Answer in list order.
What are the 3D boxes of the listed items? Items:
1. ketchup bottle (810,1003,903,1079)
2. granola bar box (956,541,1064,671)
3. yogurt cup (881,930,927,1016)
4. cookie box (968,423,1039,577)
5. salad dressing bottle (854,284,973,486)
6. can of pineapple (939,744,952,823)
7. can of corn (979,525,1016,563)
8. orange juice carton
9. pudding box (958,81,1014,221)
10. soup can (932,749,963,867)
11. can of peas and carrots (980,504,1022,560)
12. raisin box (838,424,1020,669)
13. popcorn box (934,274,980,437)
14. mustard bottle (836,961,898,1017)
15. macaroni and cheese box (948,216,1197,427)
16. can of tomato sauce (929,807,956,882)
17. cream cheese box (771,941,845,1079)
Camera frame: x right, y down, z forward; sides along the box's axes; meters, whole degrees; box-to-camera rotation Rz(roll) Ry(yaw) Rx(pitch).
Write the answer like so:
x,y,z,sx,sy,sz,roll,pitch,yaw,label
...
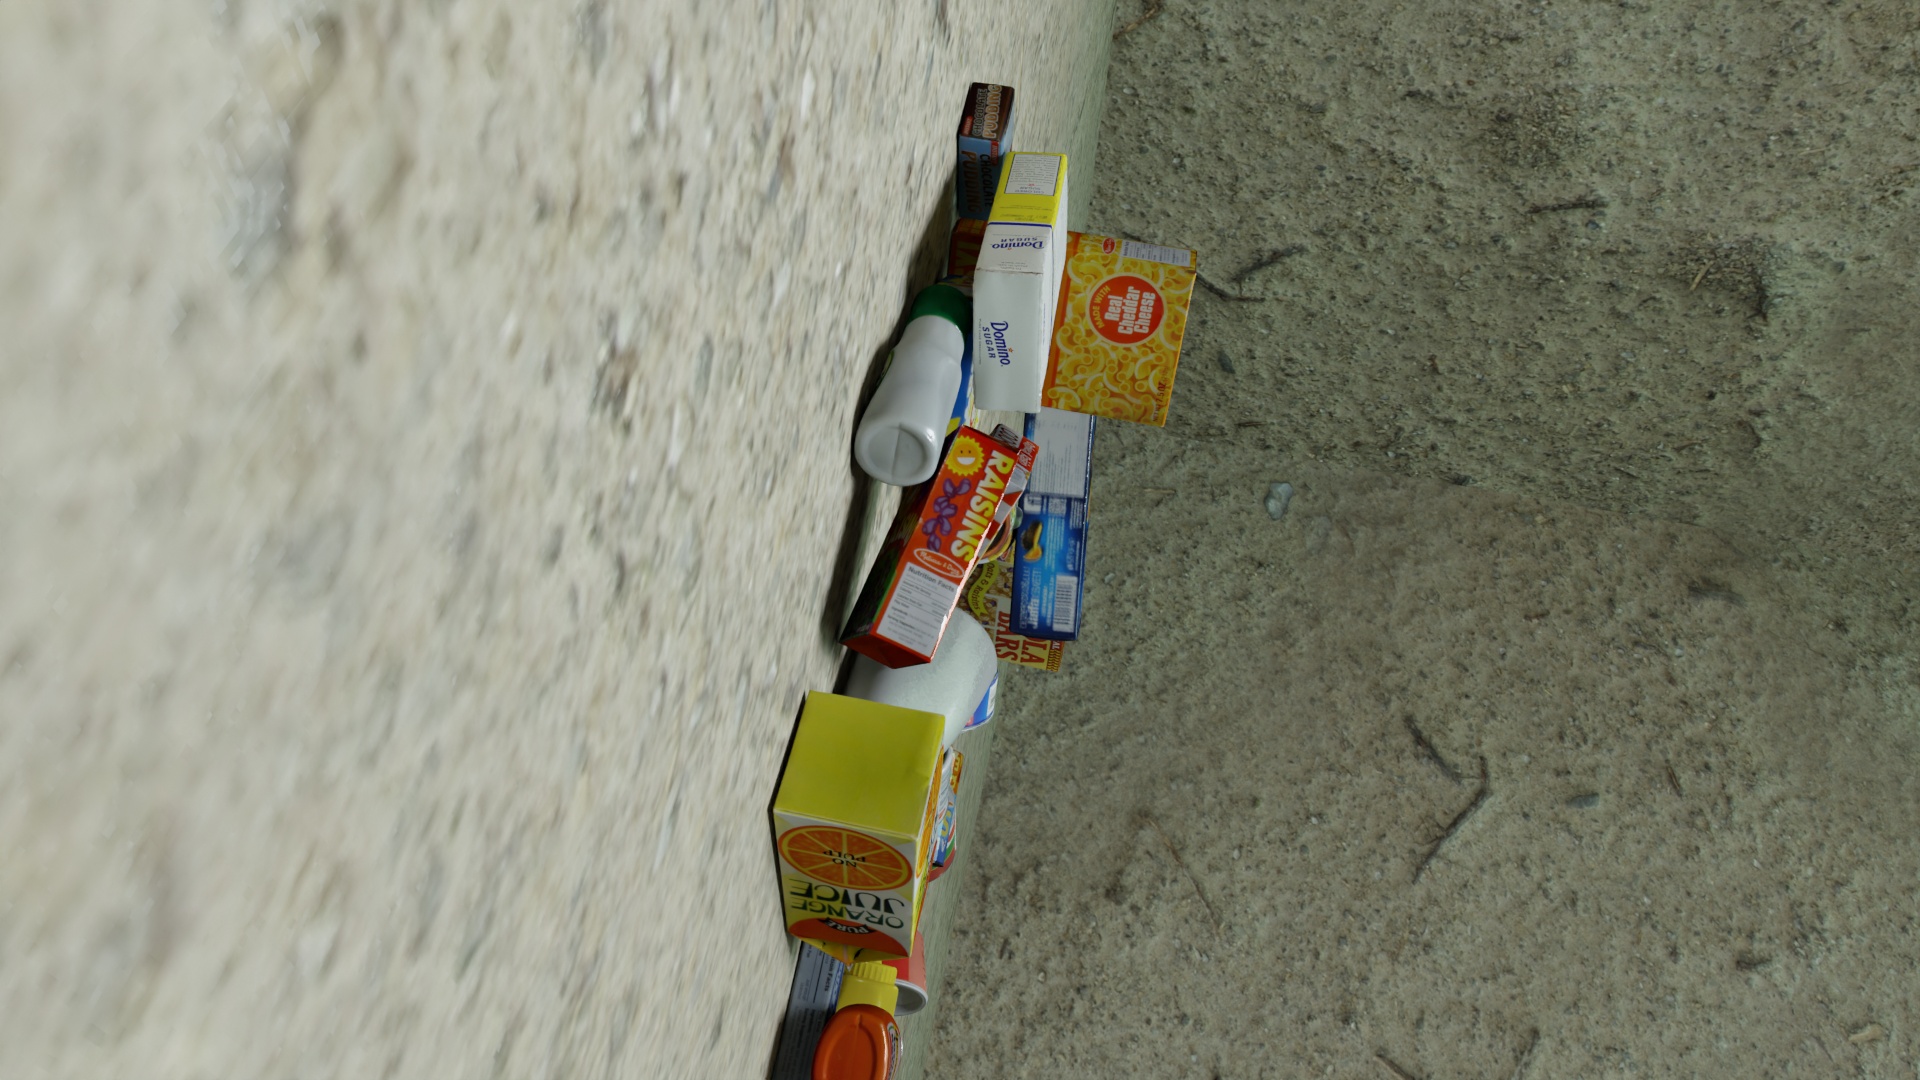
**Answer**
x,y,z,sx,sy,sz,roll,pitch,yaw,label
-0.060,0.316,0.852,0.148,0.043,0.065,82,19,-74,ketchup bottle
0.048,0.058,1.371,0.164,0.124,0.039,94,9,-52,granola bar box
-0.058,0.339,1.102,0.072,0.072,0.054,94,-1,-49,yogurt cup
0.004,-0.012,0.988,0.122,0.040,0.168,-58,-179,15,cookie box
-0.022,-0.090,0.762,0.148,0.044,0.064,-76,177,-51,salad dressing bottle
-0.041,0.154,0.925,0.071,0.071,0.057,-74,172,-48,can of pineapple
0.016,-0.016,1.193,0.058,0.071,0.071,-28,128,-83,can of corn
-0.053,0.165,0.751,0.191,0.073,0.072,95,7,-52,orange juice carton
0.017,-0.258,0.928,0.083,0.030,0.050,90,10,-64,pudding box
-0.036,0.192,1.021,0.071,0.071,0.084,84,16,-73,soup can
0.013,-0.019,1.127,0.059,0.071,0.070,-54,154,-78,can of peas and carrots
-0.017,0.006,0.752,0.123,0.040,0.086,-67,-170,-14,raisin box
-0.006,-0.107,0.917,0.085,0.038,0.126,-66,165,-71,popcorn box
-0.076,0.362,1.026,0.065,0.049,0.160,90,12,-72,mustard bottle
0.073,-0.155,0.982,0.040,0.166,0.123,-73,172,-57,macaroni and cheese box
-0.038,0.229,1.100,0.082,0.071,0.071,91,11,-59,can of tomato sauce
-0.090,0.284,0.852,0.053,0.024,0.104,80,21,-73,cream cheese box
